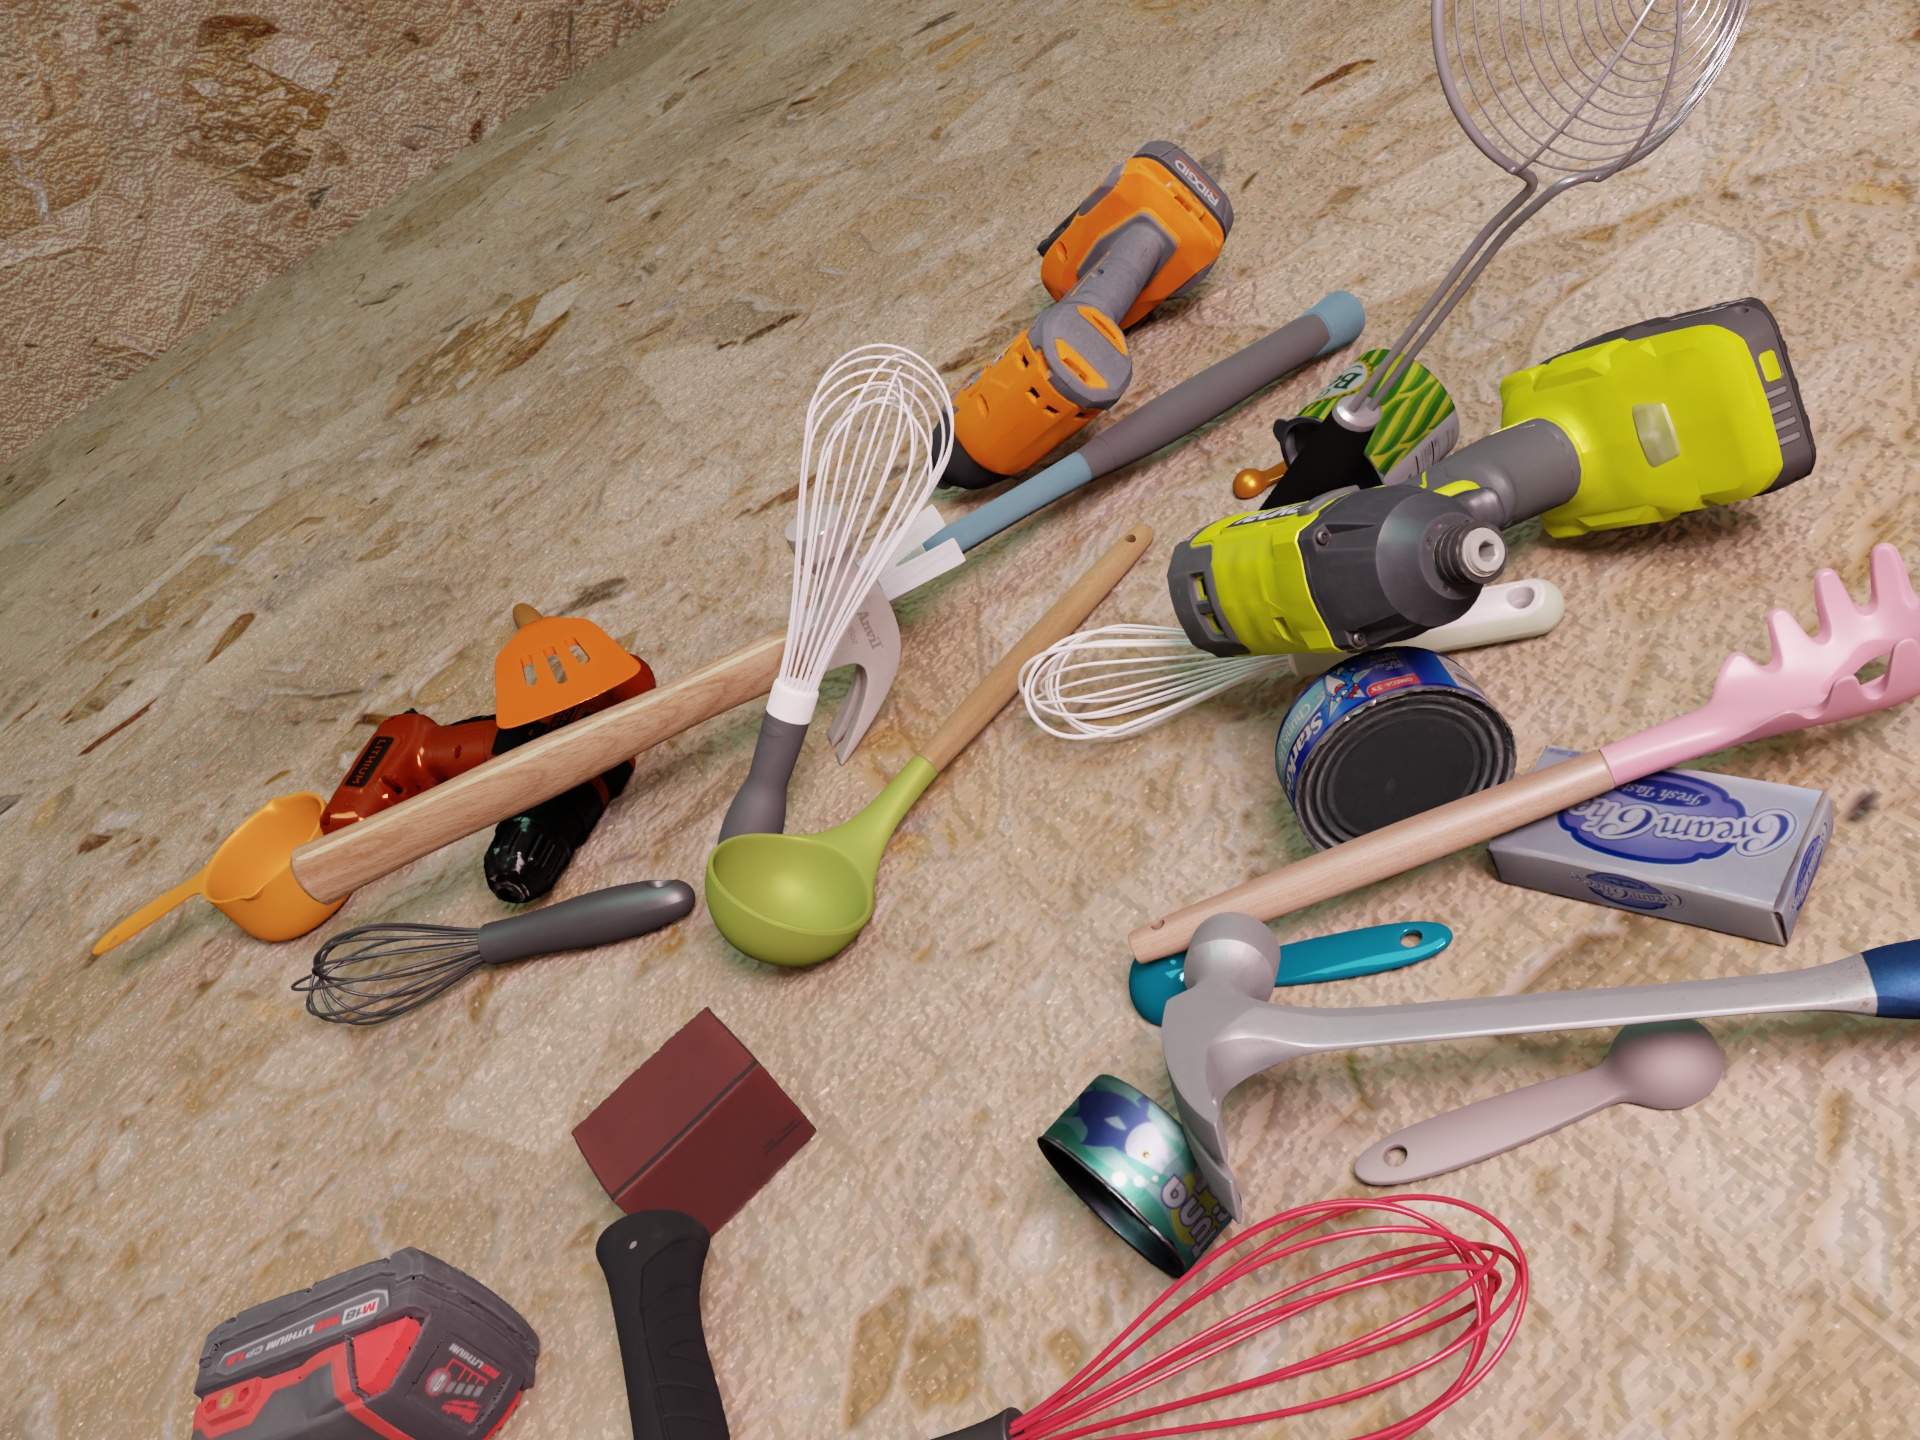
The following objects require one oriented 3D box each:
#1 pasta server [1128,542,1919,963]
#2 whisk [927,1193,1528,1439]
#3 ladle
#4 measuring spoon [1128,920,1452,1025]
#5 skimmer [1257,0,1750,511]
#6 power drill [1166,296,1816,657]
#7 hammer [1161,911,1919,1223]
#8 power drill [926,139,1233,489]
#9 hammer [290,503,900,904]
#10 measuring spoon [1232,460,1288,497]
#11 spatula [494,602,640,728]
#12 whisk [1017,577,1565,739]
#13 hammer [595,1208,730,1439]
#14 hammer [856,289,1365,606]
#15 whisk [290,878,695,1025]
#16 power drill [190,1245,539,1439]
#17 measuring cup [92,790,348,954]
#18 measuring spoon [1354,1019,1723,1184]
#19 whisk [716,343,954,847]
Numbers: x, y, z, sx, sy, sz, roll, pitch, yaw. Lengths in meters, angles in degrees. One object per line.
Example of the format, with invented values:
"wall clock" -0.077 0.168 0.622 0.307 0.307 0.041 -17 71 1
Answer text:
"pasta server" 0.204 0.021 0.574 0.316 0.040 0.060 -24 25 14
"whisk" 0.036 0.220 0.496 0.296 0.073 0.073 -29 36 16
"ladle" -0.001 -0.002 0.782 0.078 0.062 0.320 32 64 24
"measuring spoon" 0.122 0.088 0.610 0.128 0.021 0.042 -15 40 25
"skimmer" 0.185 -0.189 0.656 0.127 0.363 0.090 -3 63 -19
"power drill" 0.213 -0.088 0.623 0.223 0.080 0.171 -25 9 -19
"hammer" 0.256 0.083 0.468 0.405 0.035 0.144 -9 17 20
"power drill" 0.063 -0.232 0.955 0.164 0.084 0.227 -31 23 52
"hammer" -0.185 0.013 0.816 0.331 0.129 0.031 -25 35 1
"measuring spoon" 0.197 -0.149 0.842 0.117 0.011 0.021 -26 36 9
"spatula" -0.260 -0.048 0.984 0.081 0.041 0.323 -25 15 -13
"whisk" 0.142 -0.031 0.717 0.246 0.059 0.058 -10 53 21
"hammer" -0.080 0.268 0.481 0.146 0.035 0.335 -34 29 -3
"hammer" 0.078 -0.146 0.879 0.331 0.033 0.128 -31 1 -7
"whisk" -0.246 0.116 0.831 0.239 0.055 0.055 -15 39 16
"power drill" -0.204 0.308 0.553 0.188 0.080 0.227 -23 40 12
"measuring cup" -0.446 0.113 0.978 0.173 0.052 0.095 -30 36 6
"measuring spoon" 0.187 0.125 0.523 0.124 0.018 0.034 -24 37 10
"whisk" -0.071 -0.039 0.754 0.070 0.070 0.284 45 121 53
